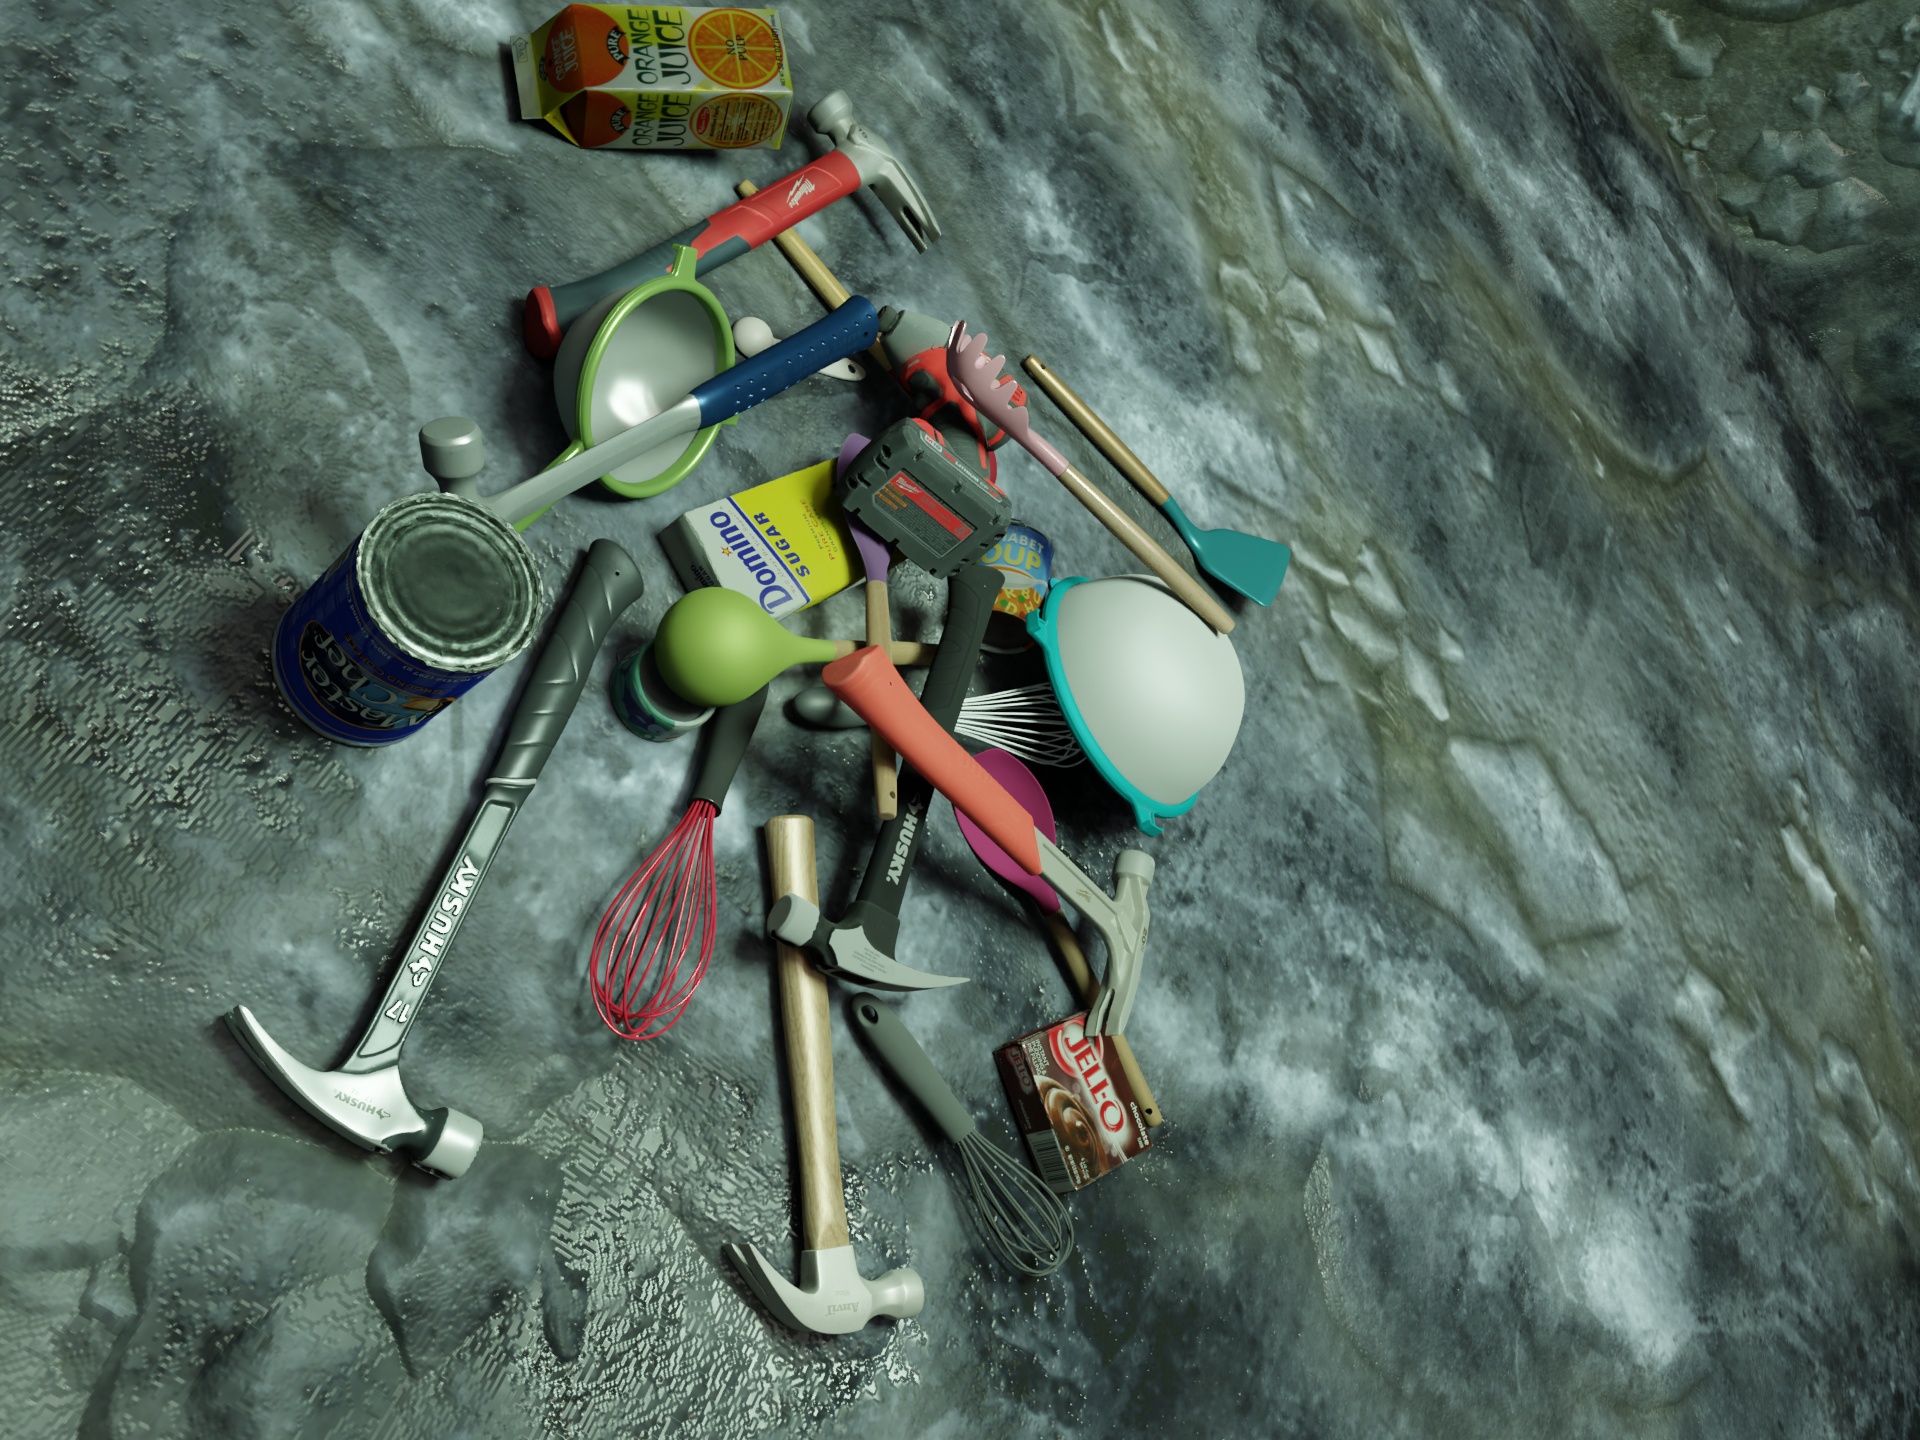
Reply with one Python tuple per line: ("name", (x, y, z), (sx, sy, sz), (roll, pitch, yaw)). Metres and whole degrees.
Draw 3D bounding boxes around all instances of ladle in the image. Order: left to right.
("ladle", (-0.088, -0.049, 1.128), (0.320, 0.062, 0.078), (-2, 96, -57))
("ladle", (-0.070, -0.306, 1.282), (0.315, 0.031, 0.069), (49, 45, -13))

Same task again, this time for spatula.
("spatula", (-0.060, -0.074, 1.118), (0.059, 0.018, 0.316), (21, 52, -38))
("spatula", (0.177, -0.224, 1.450), (0.317, 0.044, 0.082), (41, 54, -20))

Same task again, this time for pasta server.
("pasta server", (0.101, -0.175, 1.192), (0.316, 0.060, 0.040), (41, 91, -17))

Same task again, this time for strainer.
("strainer", (-0.254, -0.194, 1.048), (0.256, 0.069, 0.151), (-51, 151, -27))
("strainer", (0.190, -0.055, 1.307), (0.211, 0.095, 0.340), (60, 32, -3))

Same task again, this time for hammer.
("hammer", (-0.281, 0.051, 0.947), (0.149, 0.036, 0.409), (34, 53, -25))
("hammer", (-0.186, -0.195, 1.055), (0.405, 0.035, 0.144), (-41, 145, -43))
("hammer", (-0.166, -0.349, 1.189), (0.143, 0.038, 0.386), (52, 51, -8))
("hammer", (-0.100, 0.224, 1.035), (0.130, 0.031, 0.331), (7, 68, -40))
("hammer", (-0.022, 0.031, 1.120), (0.146, 0.035, 0.335), (33, 59, -28))
("hammer", (0.026, 0.075, 1.099), (0.358, 0.037, 0.149), (45, 48, -36))

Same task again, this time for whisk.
("whisk", (-0.171, 0.071, 1.022), (0.073, 0.073, 0.296), (36, 47, -25))
("whisk", (-0.002, 0.283, 1.090), (0.239, 0.055, 0.055), (54, 47, -4))
("whisk", (-0.002, -0.005, 1.201), (0.284, 0.070, 0.070), (4, 70, -35))

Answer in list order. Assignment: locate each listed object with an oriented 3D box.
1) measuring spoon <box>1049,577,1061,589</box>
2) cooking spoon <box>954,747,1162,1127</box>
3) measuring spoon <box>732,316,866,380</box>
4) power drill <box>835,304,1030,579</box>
("measuring spoon", (0.113, -0.067, 1.353), (0.128, 0.021, 0.042), (52, 48, 0))
("cooking spoon", (0.081, 0.169, 1.215), (0.069, 0.017, 0.319), (-26, 94, -2))
("measuring spoon", (-0.120, -0.287, 1.235), (0.124, 0.018, 0.034), (9, 67, -39))
("power drill", (-0.019, -0.221, 1.195), (0.143, 0.078, 0.220), (37, 37, -23))
